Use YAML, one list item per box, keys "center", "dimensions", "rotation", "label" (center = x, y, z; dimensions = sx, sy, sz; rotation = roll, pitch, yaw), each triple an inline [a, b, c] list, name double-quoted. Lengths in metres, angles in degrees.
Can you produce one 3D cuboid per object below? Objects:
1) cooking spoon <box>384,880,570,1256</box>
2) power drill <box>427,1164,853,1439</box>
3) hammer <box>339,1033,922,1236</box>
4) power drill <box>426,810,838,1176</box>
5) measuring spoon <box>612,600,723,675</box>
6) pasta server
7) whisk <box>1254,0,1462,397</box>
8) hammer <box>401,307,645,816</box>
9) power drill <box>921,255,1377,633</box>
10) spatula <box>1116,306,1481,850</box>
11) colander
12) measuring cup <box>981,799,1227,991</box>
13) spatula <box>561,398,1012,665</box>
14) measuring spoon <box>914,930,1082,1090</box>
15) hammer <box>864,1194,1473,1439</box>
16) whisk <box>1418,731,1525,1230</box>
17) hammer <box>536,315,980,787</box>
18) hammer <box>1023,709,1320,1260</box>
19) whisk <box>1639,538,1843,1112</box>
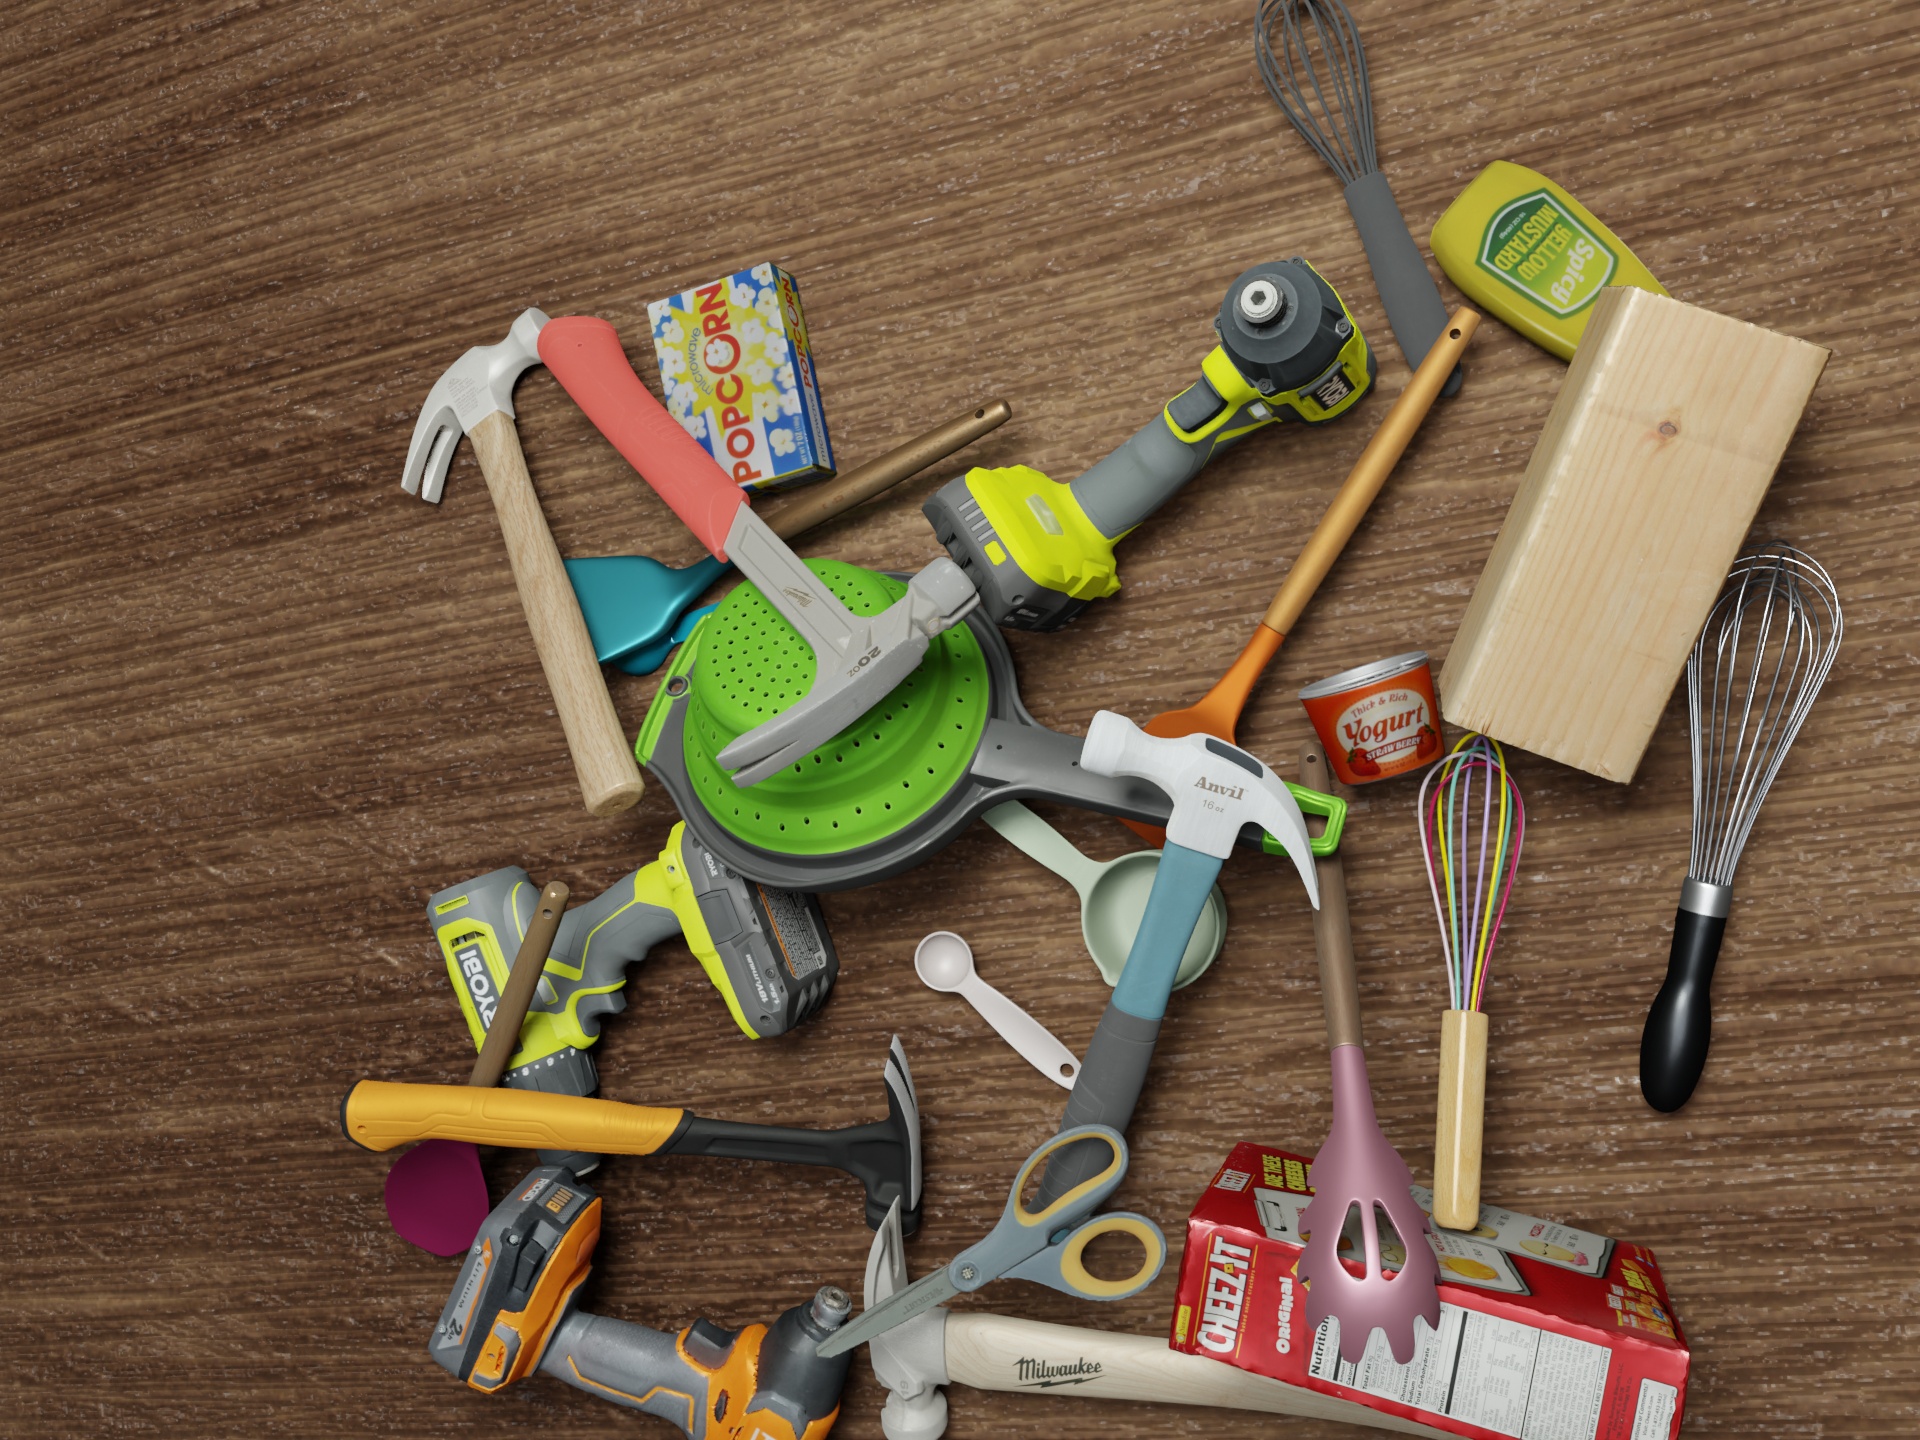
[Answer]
- center: [-0.281, 0.213, 0.939]
  dimensions: [0.069, 0.017, 0.318]
  rotation: [27, 120, -1]
  label: "cooking spoon"
- center: [-0.174, 0.353, 0.916]
  dimensions: [0.226, 0.084, 0.164]
  rotation: [28, 106, 5]
  label: "power drill"
- center: [-0.190, 0.227, 0.902]
  dimensions: [0.337, 0.034, 0.127]
  rotation: [2, 120, 7]
  label: "hammer"
- center: [-0.194, 0.158, 0.946]
  dimensions: [0.228, 0.080, 0.190]
  rotation: [-22, 88, 20]
  label: "power drill"
- center: [-0.162, -0.059, 0.963]
  dimensions: [0.128, 0.021, 0.042]
  rotation: [-14, 85, 18]
  label: "measuring spoon"
- center: [0.179, 0.137, 0.751]
  dimensions: [0.060, 0.040, 0.317]
  rotation: [-3, 48, 8]
  label: "pasta server"
- center: [0.210, -0.279, 0.828]
  dimensions: [0.055, 0.055, 0.239]
  rotation: [-22, 86, 17]
  label: "whisk"
- center: [-0.254, -0.089, 0.948]
  dimensions: [0.130, 0.031, 0.332]
  rotation: [-33, 64, 17]
  label: "hammer"
- center: [0.098, -0.140, 0.801]
  dimensions: [0.223, 0.171, 0.080]
  rotation: [-36, 78, 18]
  label: "power drill"
- center: [0.178, -0.069, 0.835]
  dimensions: [0.081, 0.041, 0.322]
  rotation: [34, 101, 17]
  label: "spatula"
- center: [-0.001, -0.003, 0.822]
  dimensions: [0.397, 0.094, 0.205]
  rotation: [12, 64, 21]
  label: "colander"
- center: [0.073, 0.082, 0.877]
  dimensions: [0.168, 0.038, 0.083]
  rotation: [36, 104, 20]
  label: "measuring cup"
- center: [-0.112, -0.112, 0.916]
  dimensions: [0.317, 0.044, 0.082]
  rotation: [-24, 65, 24]
  label: "spatula"
- center: [0.026, 0.166, 0.905]
  dimensions: [0.124, 0.018, 0.034]
  rotation: [41, 102, 8]
  label: "measuring spoon"
- center: [0.148, 0.337, 0.832]
  dimensions: [0.410, 0.038, 0.146]
  rotation: [1, 109, 16]
  label: "hammer"
- center: [0.248, 0.123, 0.783]
  dimensions: [0.047, 0.051, 0.245]
  rotation: [-7, 67, 41]
  label: "whisk"
- center: [-0.148, -0.118, 0.859]
  dimensions: [0.149, 0.036, 0.359]
  rotation: [-38, 54, -9]
  label: "hammer"
- center: [0.085, 0.156, 0.812]
  dimensions: [0.128, 0.033, 0.330]
  rotation: [17, 117, 3]
  label: "hammer"
- center: [0.368, 0.054, 0.770]
  dimensions: [0.070, 0.070, 0.284]
  rotation: [11, 98, 18]
  label: "whisk"
